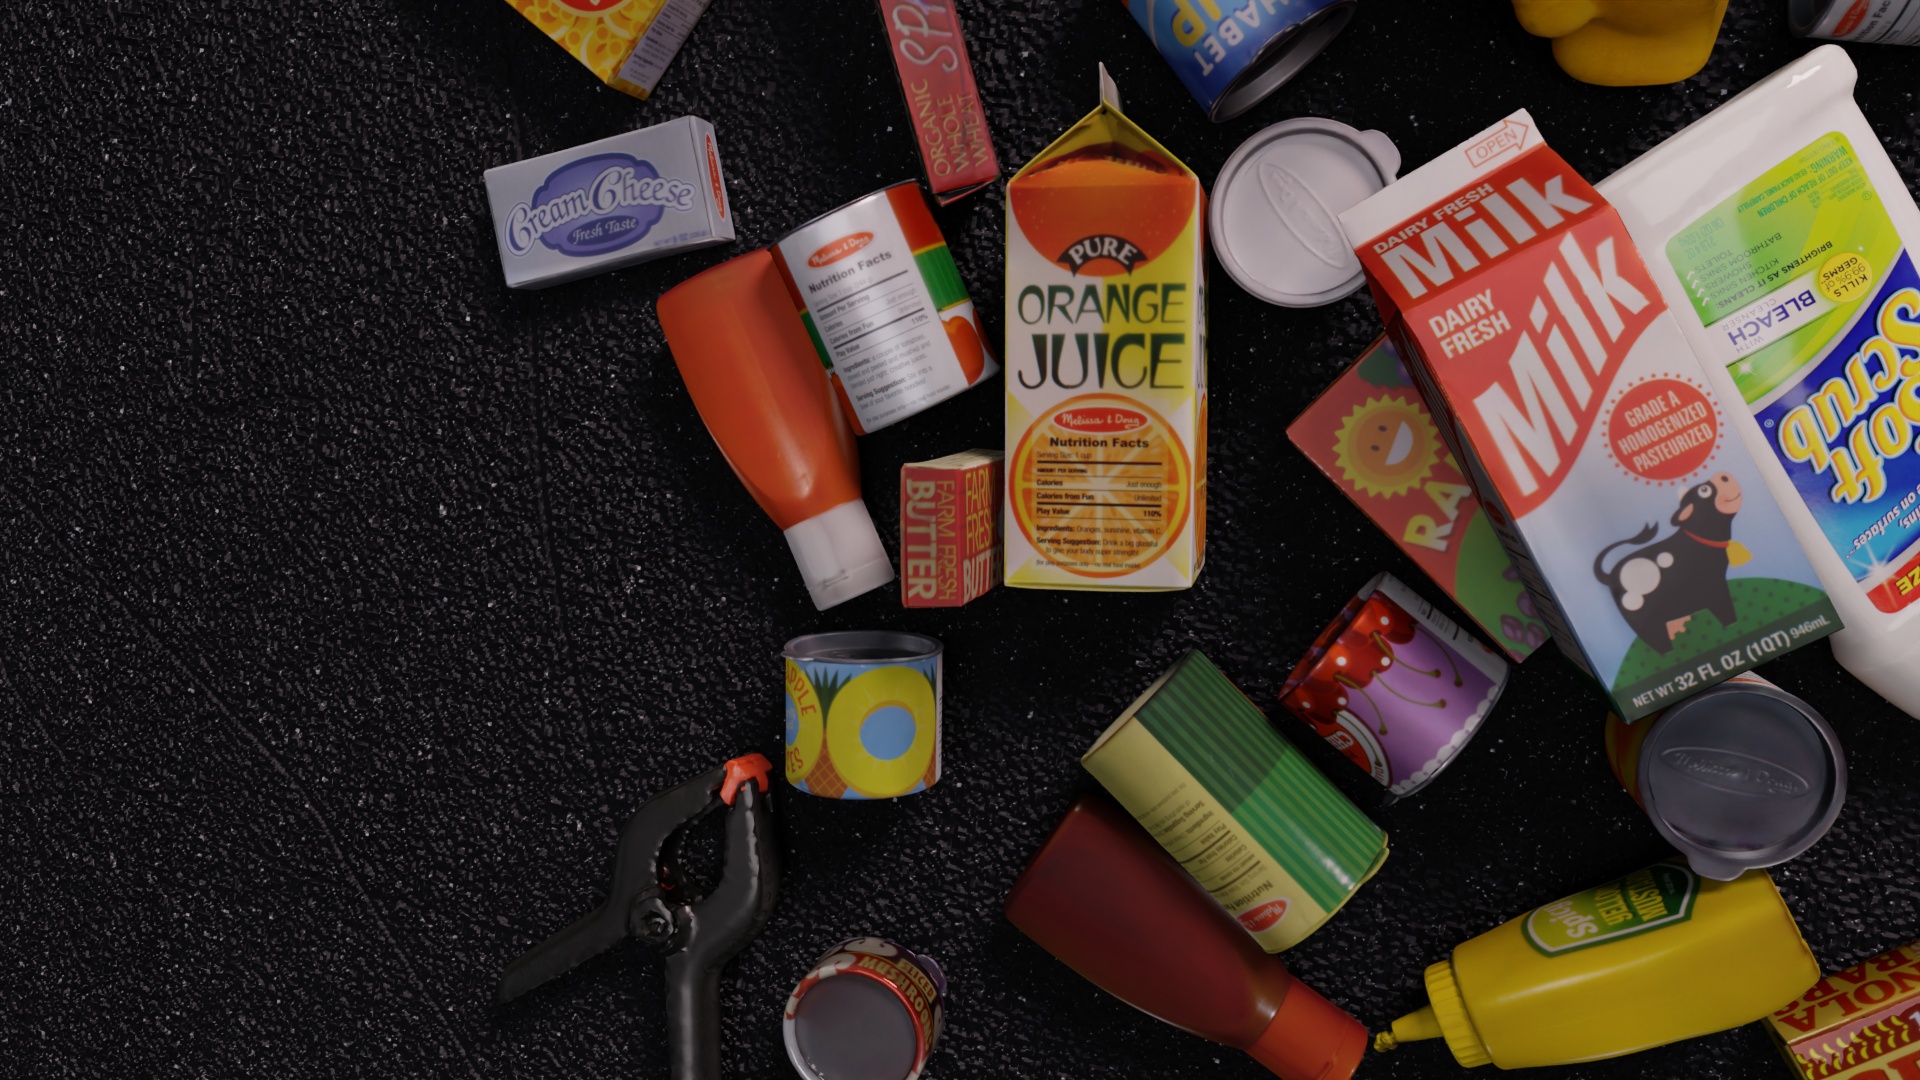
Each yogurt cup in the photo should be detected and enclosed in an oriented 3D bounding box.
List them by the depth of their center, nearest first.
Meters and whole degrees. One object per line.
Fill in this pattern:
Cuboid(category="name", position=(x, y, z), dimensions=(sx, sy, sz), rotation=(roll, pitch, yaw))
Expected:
Cuboid(category="yogurt cup", position=(0.130, -0.121, 0.526), dimensions=(0.072, 0.054, 0.072), rotation=(1, 96, 14))

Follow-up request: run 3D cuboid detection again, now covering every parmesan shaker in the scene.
Cuboid(category="parmesan shaker", position=(0.108, 0.099, 0.545), dimensions=(0.103, 0.071, 0.071), rotation=(45, 104, 6))

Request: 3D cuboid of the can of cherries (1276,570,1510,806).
Cuboid(category="can of cherries", position=(0.162, 0.056, 0.528), dimensions=(0.058, 0.071, 0.071), rotation=(39, 103, 7))

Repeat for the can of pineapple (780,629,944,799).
Cuboid(category="can of pineapple", position=(-0.042, 0.071, 0.579), dimensions=(0.071, 0.071, 0.057), rotation=(2, 97, 14))

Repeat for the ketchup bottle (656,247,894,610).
Cuboid(category="ketchup bottle", position=(-0.073, -0.045, 0.588), dimensions=(0.064, 0.043, 0.148), rotation=(-23, 90, 12))

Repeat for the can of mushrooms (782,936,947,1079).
Cuboid(category="can of mushrooms", position=(-0.041, 0.210, 0.610), dimensions=(0.071, 0.033, 0.071), rotation=(1, 95, 14))

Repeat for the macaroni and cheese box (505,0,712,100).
Cuboid(category="macaroni and cheese box", position=(-0.138, -0.292, 0.582), dimensions=(0.124, 0.040, 0.166), rotation=(40, 103, 6))

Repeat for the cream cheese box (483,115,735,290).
Cuboid(category="cream cheese box", position=(-0.154, -0.146, 0.608), dimensions=(0.104, 0.024, 0.053), rotation=(-10, 93, 14))

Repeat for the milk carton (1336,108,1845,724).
Cuboid(category="milk carton", position=(0.202, -0.044, 0.465), dimensions=(0.072, 0.073, 0.190), rotation=(-29, 88, 13))

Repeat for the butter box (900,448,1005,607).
Cuboid(category="butter box", position=(0.002, -0.007, 0.543), dimensions=(0.024, 0.104, 0.053), rotation=(2, 97, 14))

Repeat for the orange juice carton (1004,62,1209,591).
Cuboid(category="orange juice carton", position=(0.058, -0.080, 0.538), dimensions=(0.073, 0.072, 0.192), rotation=(1, 96, 13))

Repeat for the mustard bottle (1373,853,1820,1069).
Cuboid(category="mustard bottle", position=(0.230, 0.166, 0.526), dimensions=(0.160, 0.065, 0.049), rotation=(-26, 93, 18))

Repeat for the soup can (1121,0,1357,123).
Cuboid(category="soup can", position=(0.096, -0.210, 0.517), dimensions=(0.071, 0.071, 0.084), rotation=(-37, 86, 14))

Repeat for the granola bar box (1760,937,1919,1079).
Cuboid(category="granola bar box", position=(0.402, 0.195, 0.498), dimensions=(0.165, 0.039, 0.124), rotation=(-31, 87, 14))

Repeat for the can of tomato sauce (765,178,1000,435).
Cuboid(category="can of tomato sauce", position=(-0.029, -0.093, 0.558), dimensions=(0.071, 0.071, 0.083), rotation=(-23, 98, 15))

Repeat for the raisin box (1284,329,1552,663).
Cuboid(category="raisin box", position=(0.197, -0.028, 0.527), dimensions=(0.123, 0.040, 0.086), rotation=(45, 104, 5))

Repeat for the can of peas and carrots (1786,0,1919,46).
Cuboid(category="can of peas and carrots", position=(0.322, -0.203, 0.466), dimensions=(0.059, 0.071, 0.071), rotation=(9, 98, 12))

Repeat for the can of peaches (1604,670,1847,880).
Cuboid(category="can of peaches", position=(0.276, 0.081, 0.508), dimensions=(0.071, 0.058, 0.071), rotation=(1, 96, 13))

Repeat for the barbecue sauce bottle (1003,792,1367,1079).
Cuboid(category="barbecue sauce bottle", position=(0.094, 0.170, 0.569), dimensions=(0.148, 0.044, 0.064), rotation=(35, 103, 8))

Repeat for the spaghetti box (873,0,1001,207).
Cuboid(category="spaghetti box", position=(-0.032, -0.253, 0.529), dimensions=(0.029, 0.050, 0.249), rotation=(-16, 103, 1))
